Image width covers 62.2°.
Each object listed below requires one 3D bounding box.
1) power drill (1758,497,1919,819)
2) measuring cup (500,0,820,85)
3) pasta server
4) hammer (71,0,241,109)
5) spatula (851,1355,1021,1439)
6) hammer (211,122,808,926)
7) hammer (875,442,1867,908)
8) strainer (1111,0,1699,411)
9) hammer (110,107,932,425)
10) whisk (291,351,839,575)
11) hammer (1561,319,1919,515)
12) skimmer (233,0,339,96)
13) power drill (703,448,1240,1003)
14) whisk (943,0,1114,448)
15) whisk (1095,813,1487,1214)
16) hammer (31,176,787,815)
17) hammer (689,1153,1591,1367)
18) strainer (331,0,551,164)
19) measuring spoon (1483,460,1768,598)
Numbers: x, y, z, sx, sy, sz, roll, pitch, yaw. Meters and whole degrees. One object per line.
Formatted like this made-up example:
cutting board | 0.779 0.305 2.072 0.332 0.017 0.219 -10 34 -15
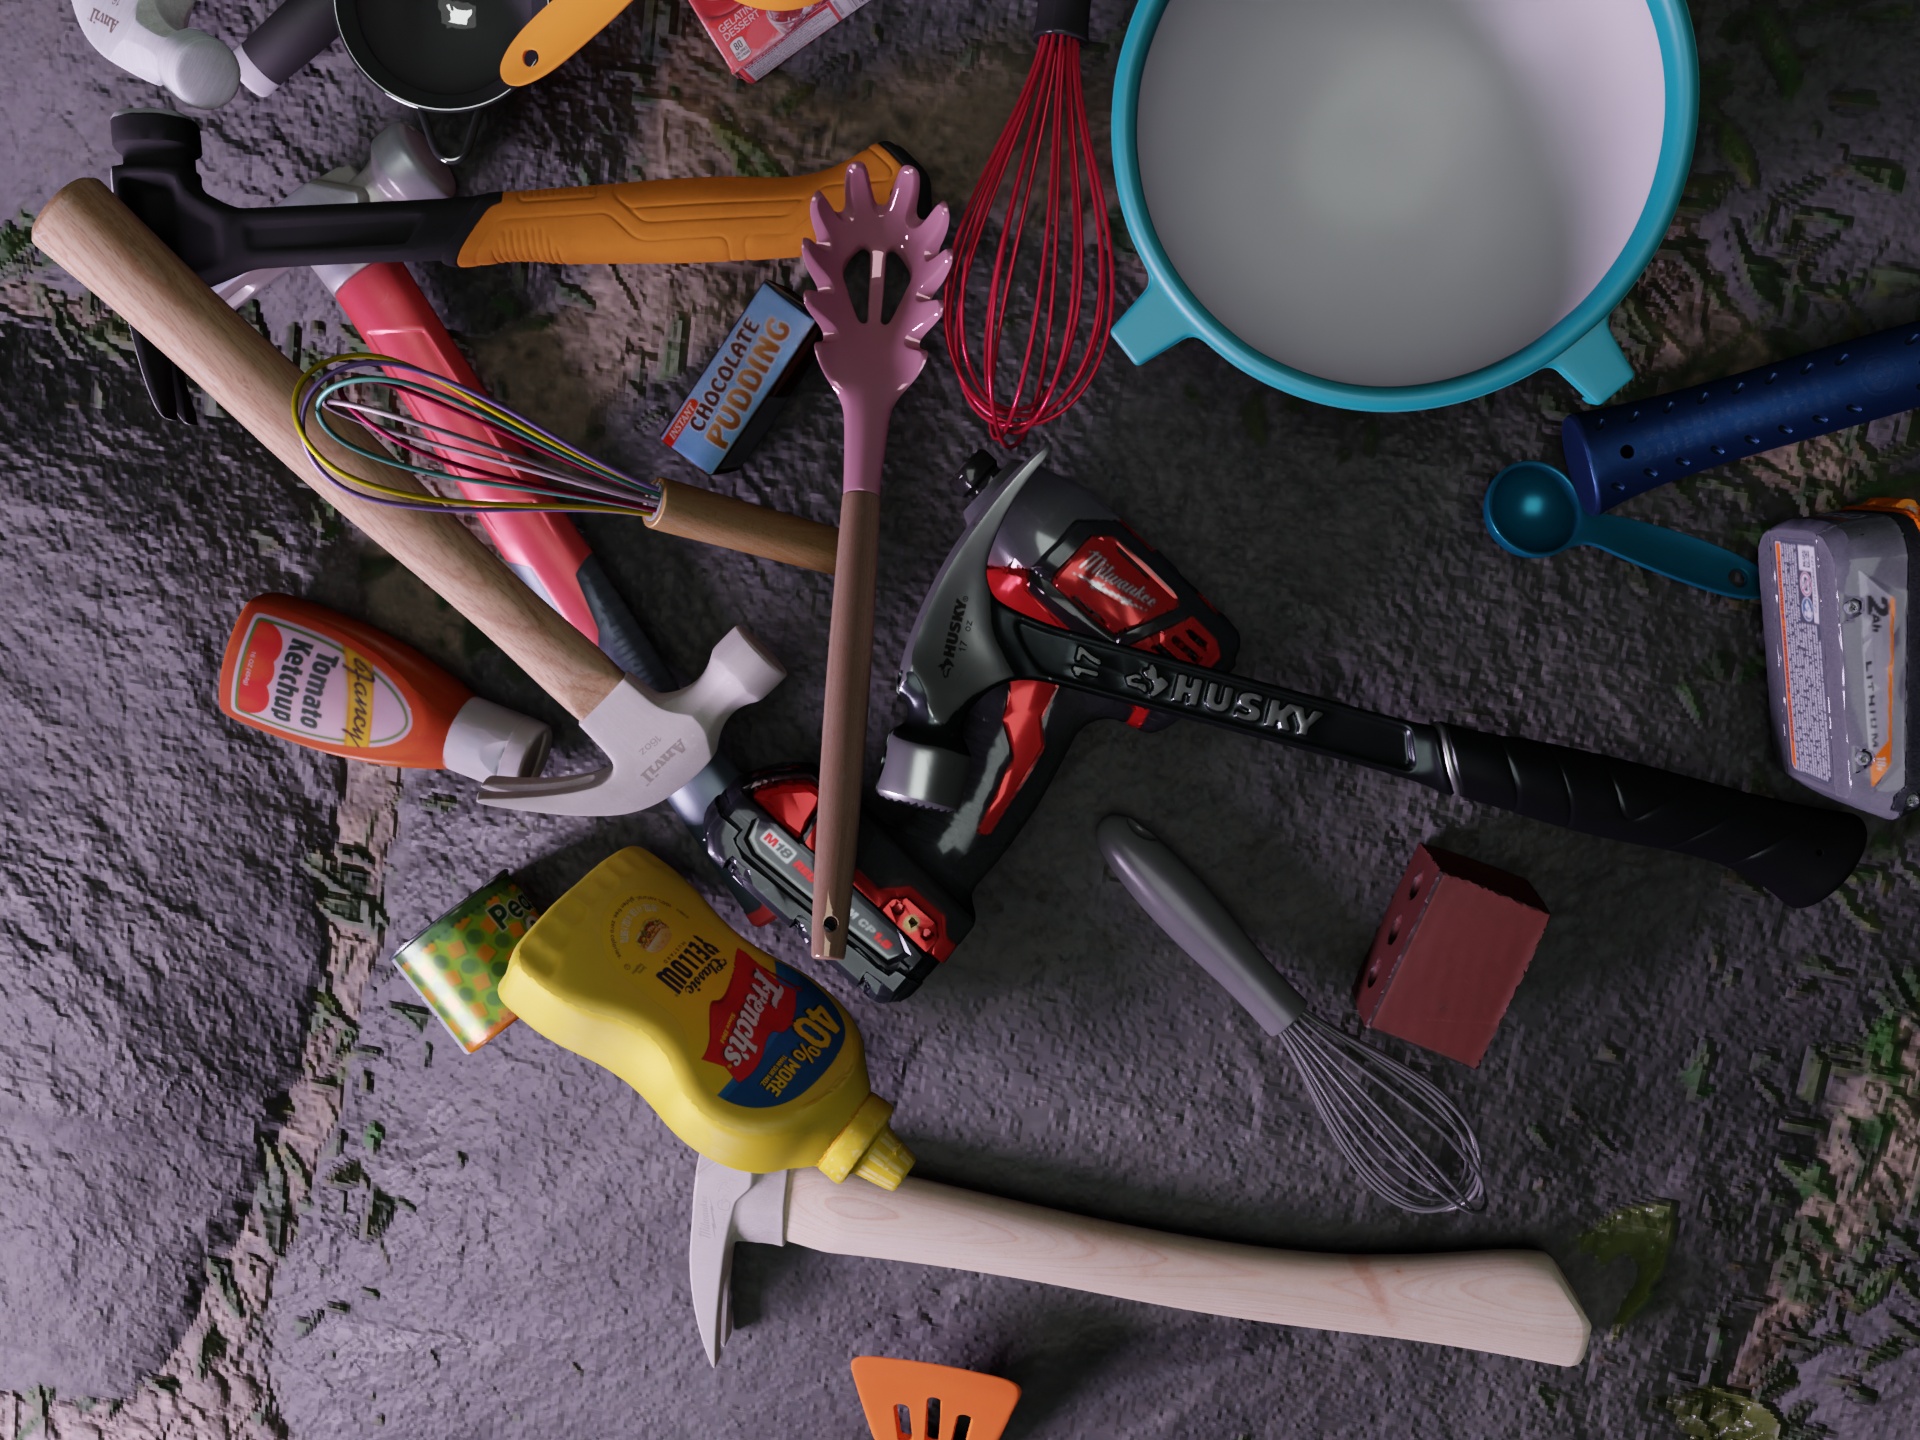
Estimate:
power drill | 0.448 -0.023 0.625 0.226 0.084 0.164 -8 98 5
measuring cup | -0.108 -0.306 0.638 0.173 0.052 0.095 -33 92 12
pasta server | -0.041 -0.065 0.629 0.060 0.040 0.316 4 80 -3
hammer | -0.281 -0.425 0.666 0.128 0.033 0.331 33 97 29
spatula | -0.026 0.451 0.784 0.081 0.041 0.322 7 101 6
hammer | -0.199 -0.066 0.727 0.143 0.038 0.386 -32 94 13
hammer | 0.179 0.006 0.646 0.409 0.036 0.149 14 88 -8
strainer | 0.170 -0.289 0.613 0.211 0.095 0.340 6 98 4
hammer | -0.179 -0.201 0.672 0.337 0.034 0.127 -5 93 -3
whisk | -0.143 -0.098 0.645 0.051 0.244 0.047 -48 46 35
hammer | 0.442 -0.164 0.618 0.405 0.035 0.144 -16 97 8
skimmer | -0.179 -0.385 0.646 0.363 0.090 0.127 -35 95 12
power drill | -0.001 -0.002 0.676 0.143 0.078 0.219 43 89 -6
whisk | 0.039 -0.260 0.654 0.073 0.073 0.296 7 95 7
whisk | 0.147 0.130 0.709 0.055 0.055 0.239 -44 86 12
hammer | -0.235 -0.085 0.655 0.130 0.031 0.331 -45 105 5
hammer | 0.076 0.260 0.742 0.410 0.038 0.146 7 101 6
strainer | -0.211 -0.355 0.628 0.087 0.050 0.258 -3 106 -4
measuring spoon | 0.279 -0.073 0.673 0.128 0.021 0.042 18 76 -4
